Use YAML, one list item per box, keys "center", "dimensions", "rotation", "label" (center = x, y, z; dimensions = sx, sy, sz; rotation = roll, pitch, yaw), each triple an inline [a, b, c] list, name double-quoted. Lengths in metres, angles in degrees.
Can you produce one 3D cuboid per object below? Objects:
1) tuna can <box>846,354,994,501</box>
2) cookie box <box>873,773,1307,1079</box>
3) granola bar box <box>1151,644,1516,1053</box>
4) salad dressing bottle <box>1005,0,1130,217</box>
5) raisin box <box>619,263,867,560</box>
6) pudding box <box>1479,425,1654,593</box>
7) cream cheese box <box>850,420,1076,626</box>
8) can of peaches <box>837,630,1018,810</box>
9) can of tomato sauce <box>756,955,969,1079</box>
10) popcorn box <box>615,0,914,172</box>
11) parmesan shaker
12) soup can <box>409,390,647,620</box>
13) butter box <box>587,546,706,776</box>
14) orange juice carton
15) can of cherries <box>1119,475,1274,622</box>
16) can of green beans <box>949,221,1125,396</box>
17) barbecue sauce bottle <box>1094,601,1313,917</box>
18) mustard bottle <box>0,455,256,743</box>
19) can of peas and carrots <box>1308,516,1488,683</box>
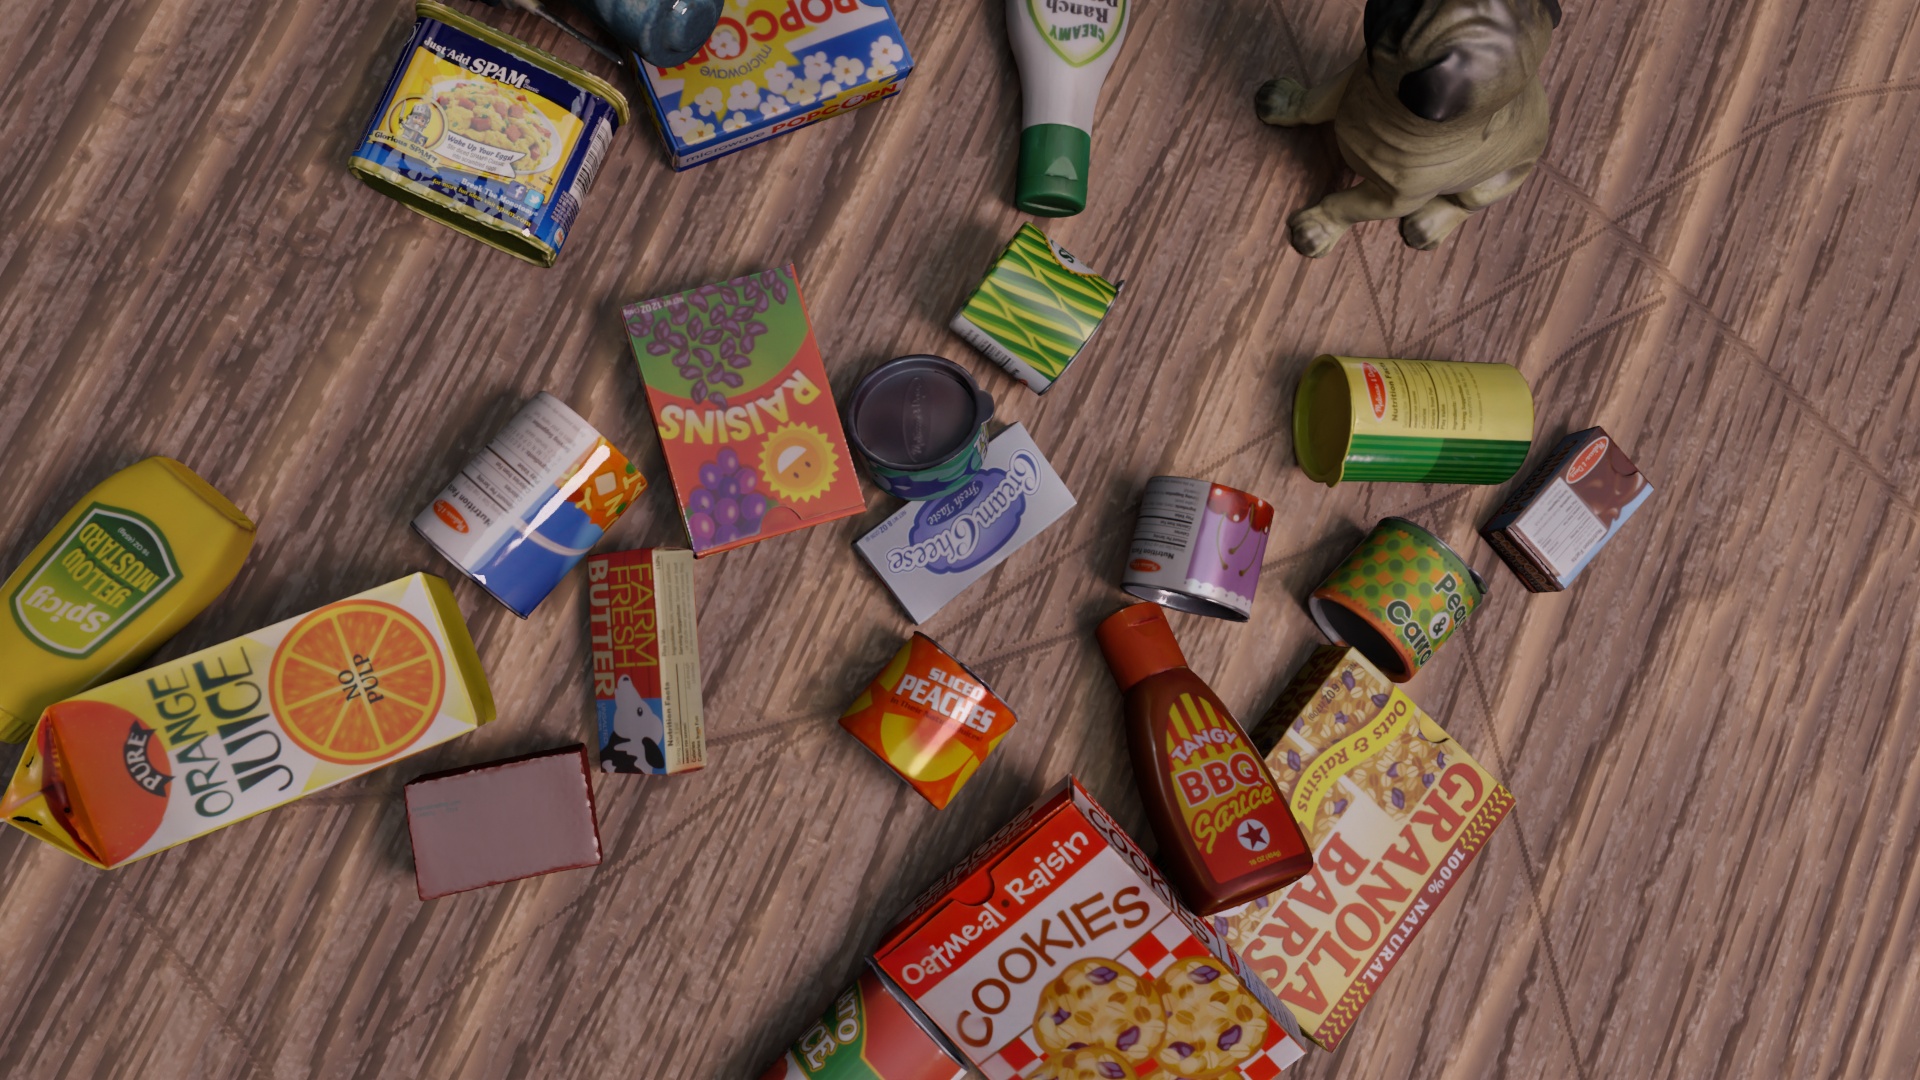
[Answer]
- center: [-0.017, -0.055, 0.674]
  dimensions: [0.071, 0.032, 0.071]
  rotation: [-3, 62, 6]
  label: "tuna can"
- center: [0.061, 0.213, 0.661]
  dimensions: [0.123, 0.040, 0.167]
  rotation: [-41, 95, 9]
  label: "cookie box"
- center: [0.188, 0.155, 0.713]
  dimensions: [0.124, 0.039, 0.166]
  rotation: [42, 79, -6]
  label: "granola bar box"
- center: [0.052, -0.242, 0.712]
  dimensions: [0.064, 0.044, 0.147]
  rotation: [6, 85, -14]
  label: "salad dressing bottle"
- center: [-0.104, -0.061, 0.667]
  dimensions: [0.086, 0.040, 0.123]
  rotation: [-16, 90, -14]
  label: "raisin box"
- center: [0.333, -0.016, 0.762]
  dimensions: [0.084, 0.030, 0.049]
  rotation: [-45, 94, -12]
  label: "pudding box"
- center: [0.002, -0.009, 0.693]
  dimensions: [0.104, 0.024, 0.053]
  rotation: [-38, 95, -12]
  label: "cream cheese box"
- center: [-0.015, 0.085, 0.659]
  dimensions: [0.071, 0.071, 0.058]
  rotation: [43, 80, -6]
  label: "can of peaches"
- center: [-0.049, 0.248, 0.641]
  dimensions: [0.083, 0.071, 0.071]
  rotation: [-43, 95, -11]
  label: "can of tomato sauce"
- center: [-0.099, -0.244, 0.683]
  dimensions: [0.127, 0.038, 0.085]
  rotation: [-24, 90, -12]
  label: "popcorn box"
- center: [0.235, -0.059, 0.725]
  dimensions: [0.103, 0.071, 0.071]
  rotation: [1, 86, -13]
  label: "parmesan shaker"
- center: [-0.193, -0.015, 0.633]
  dimensions: [0.071, 0.071, 0.084]
  rotation: [42, 78, -6]
  label: "soup can"
- center: [-0.145, 0.055, 0.641]
  dimensions: [0.024, 0.053, 0.103]
  rotation: [-1, 85, -50]
  label: "butter box"
- center: [-0.308, 0.082, 0.596]
  dimensions: [0.193, 0.071, 0.073]
  rotation: [-21, 90, -13]
  label: "orange juice carton"
- center: [0.121, 0.005, 0.698]
  dimensions: [0.071, 0.071, 0.058]
  rotation: [16, 82, -10]
  label: "can of cherries"
- center: [0.036, -0.115, 0.687]
  dimensions: [0.058, 0.071, 0.071]
  rotation: [36, 80, -7]
  label: "can of green beans"
- center: [0.110, 0.102, 0.673]
  dimensions: [0.065, 0.043, 0.149]
  rotation: [-13, 64, -21]
  label: "barbecue sauce bottle"
- center: [-0.380, 0.038, 0.595]
  dimensions: [0.065, 0.048, 0.160]
  rotation: [41, 79, -4]
  label: "mustard bottle"
- center: [0.224, 0.032, 0.714]
  dimensions: [0.059, 0.071, 0.071]
  rotation: [-44, 95, -11]
  label: "can of peas and carrots"
